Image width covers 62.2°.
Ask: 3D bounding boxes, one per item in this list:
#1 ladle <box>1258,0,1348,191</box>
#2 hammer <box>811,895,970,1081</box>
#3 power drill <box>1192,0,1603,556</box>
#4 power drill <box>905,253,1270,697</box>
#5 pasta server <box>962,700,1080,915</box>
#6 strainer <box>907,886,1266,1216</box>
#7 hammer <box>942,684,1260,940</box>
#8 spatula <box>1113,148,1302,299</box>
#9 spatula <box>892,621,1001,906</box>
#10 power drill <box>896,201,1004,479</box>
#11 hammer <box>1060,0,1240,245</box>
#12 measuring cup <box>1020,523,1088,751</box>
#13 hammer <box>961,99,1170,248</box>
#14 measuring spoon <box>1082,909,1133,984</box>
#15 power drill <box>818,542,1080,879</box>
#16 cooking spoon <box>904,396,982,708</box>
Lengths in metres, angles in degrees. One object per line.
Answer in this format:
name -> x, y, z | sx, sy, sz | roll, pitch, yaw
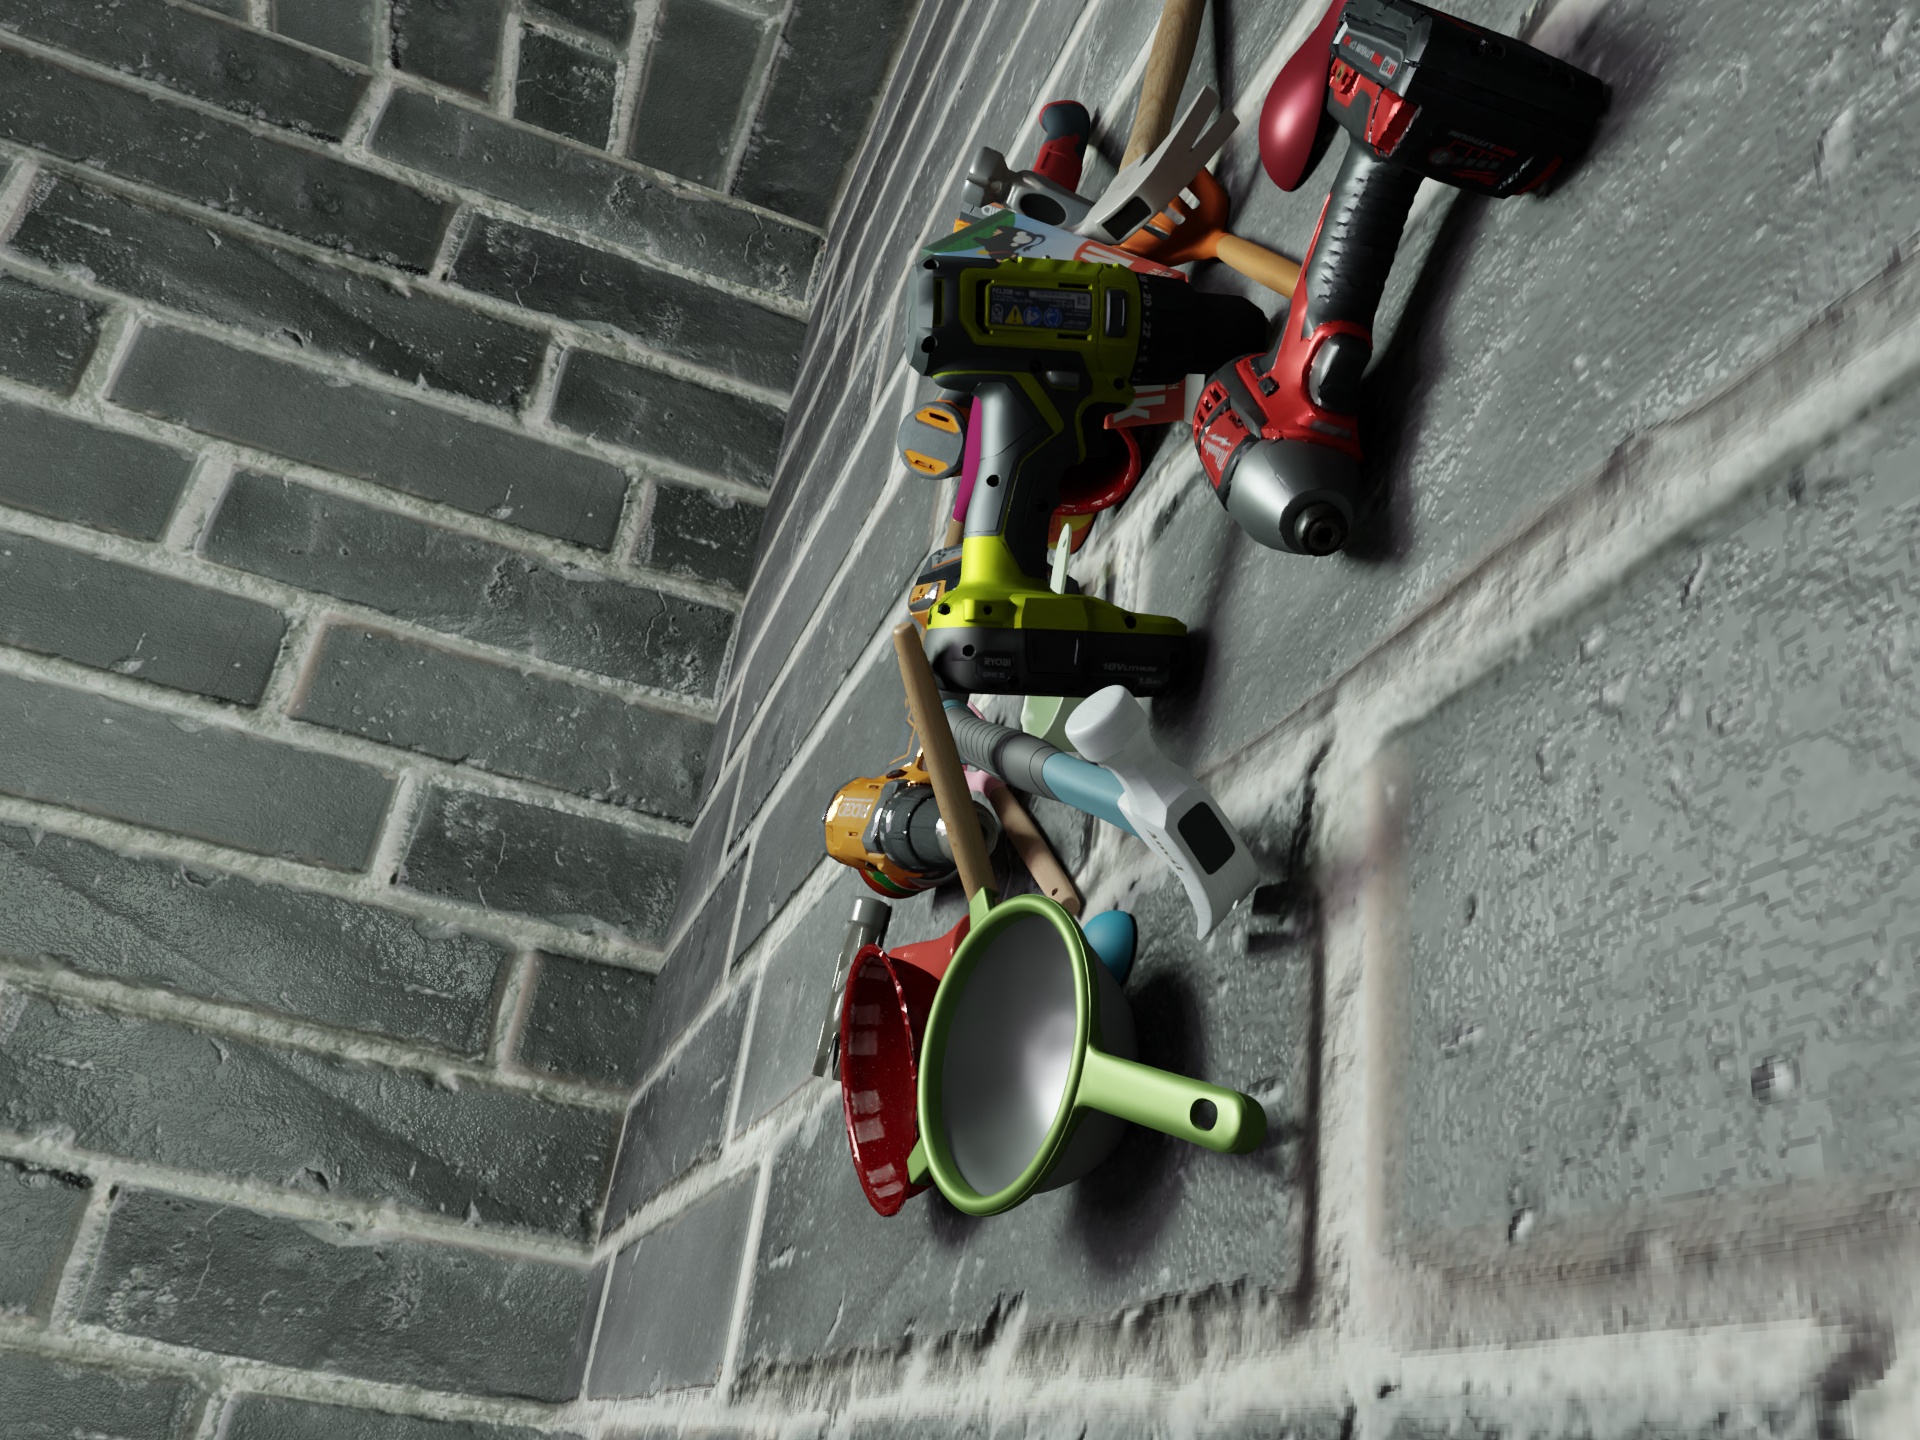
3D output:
ladle -> 0.226, -0.431, 0.819 | 0.069, 0.031, 0.315 | -102, 33, -61
hammer -> -0.043, 0.189, 1.144 | 0.359, 0.036, 0.149 | 148, 136, -70
power drill -> 0.168, -0.178, 0.668 | 0.143, 0.078, 0.219 | -97, 24, -57
power drill -> 0.066, -0.127, 0.834 | 0.080, 0.190, 0.228 | 177, 95, -81
pasta server -> 0.025, 0.055, 1.028 | 0.060, 0.040, 0.316 | -54, 19, 7
strainer -> 0.068, 0.162, 0.716 | 0.256, 0.069, 0.151 | -3, 71, 61
hammer -> 0.046, 0.025, 0.773 | 0.033, 0.128, 0.331 | -42, 16, -9
spatula -> 0.151, -0.267, 0.890 | 0.081, 0.041, 0.323 | -46, 23, 12
spatula -> 0.002, 0.098, 0.847 | 0.082, 0.044, 0.317 | -113, 7, -69
power drill -> 0.026, -0.309, 1.295 | 0.164, 0.084, 0.226 | -32, -38, -69
hammer -> 0.137, -0.427, 1.048 | 0.130, 0.031, 0.332 | -26, 37, 43
measuring cup -> 0.073, -0.054, 0.970 | 0.083, 0.038, 0.168 | 123, 160, -50
hammer -> 0.091, -0.425, 1.226 | 0.387, 0.143, 0.038 | -76, 10, -61
measuring spoon -> 0.060, 0.158, 0.812 | 0.042, 0.021, 0.128 | 179, 106, -75
power drill -> -0.002, -0.003, 1.030 | 0.185, 0.084, 0.226 | -2, 62, 64
cooking spoon -> -0.005, -0.135, 1.236 | 0.069, 0.017, 0.318 | -118, 34, -46
